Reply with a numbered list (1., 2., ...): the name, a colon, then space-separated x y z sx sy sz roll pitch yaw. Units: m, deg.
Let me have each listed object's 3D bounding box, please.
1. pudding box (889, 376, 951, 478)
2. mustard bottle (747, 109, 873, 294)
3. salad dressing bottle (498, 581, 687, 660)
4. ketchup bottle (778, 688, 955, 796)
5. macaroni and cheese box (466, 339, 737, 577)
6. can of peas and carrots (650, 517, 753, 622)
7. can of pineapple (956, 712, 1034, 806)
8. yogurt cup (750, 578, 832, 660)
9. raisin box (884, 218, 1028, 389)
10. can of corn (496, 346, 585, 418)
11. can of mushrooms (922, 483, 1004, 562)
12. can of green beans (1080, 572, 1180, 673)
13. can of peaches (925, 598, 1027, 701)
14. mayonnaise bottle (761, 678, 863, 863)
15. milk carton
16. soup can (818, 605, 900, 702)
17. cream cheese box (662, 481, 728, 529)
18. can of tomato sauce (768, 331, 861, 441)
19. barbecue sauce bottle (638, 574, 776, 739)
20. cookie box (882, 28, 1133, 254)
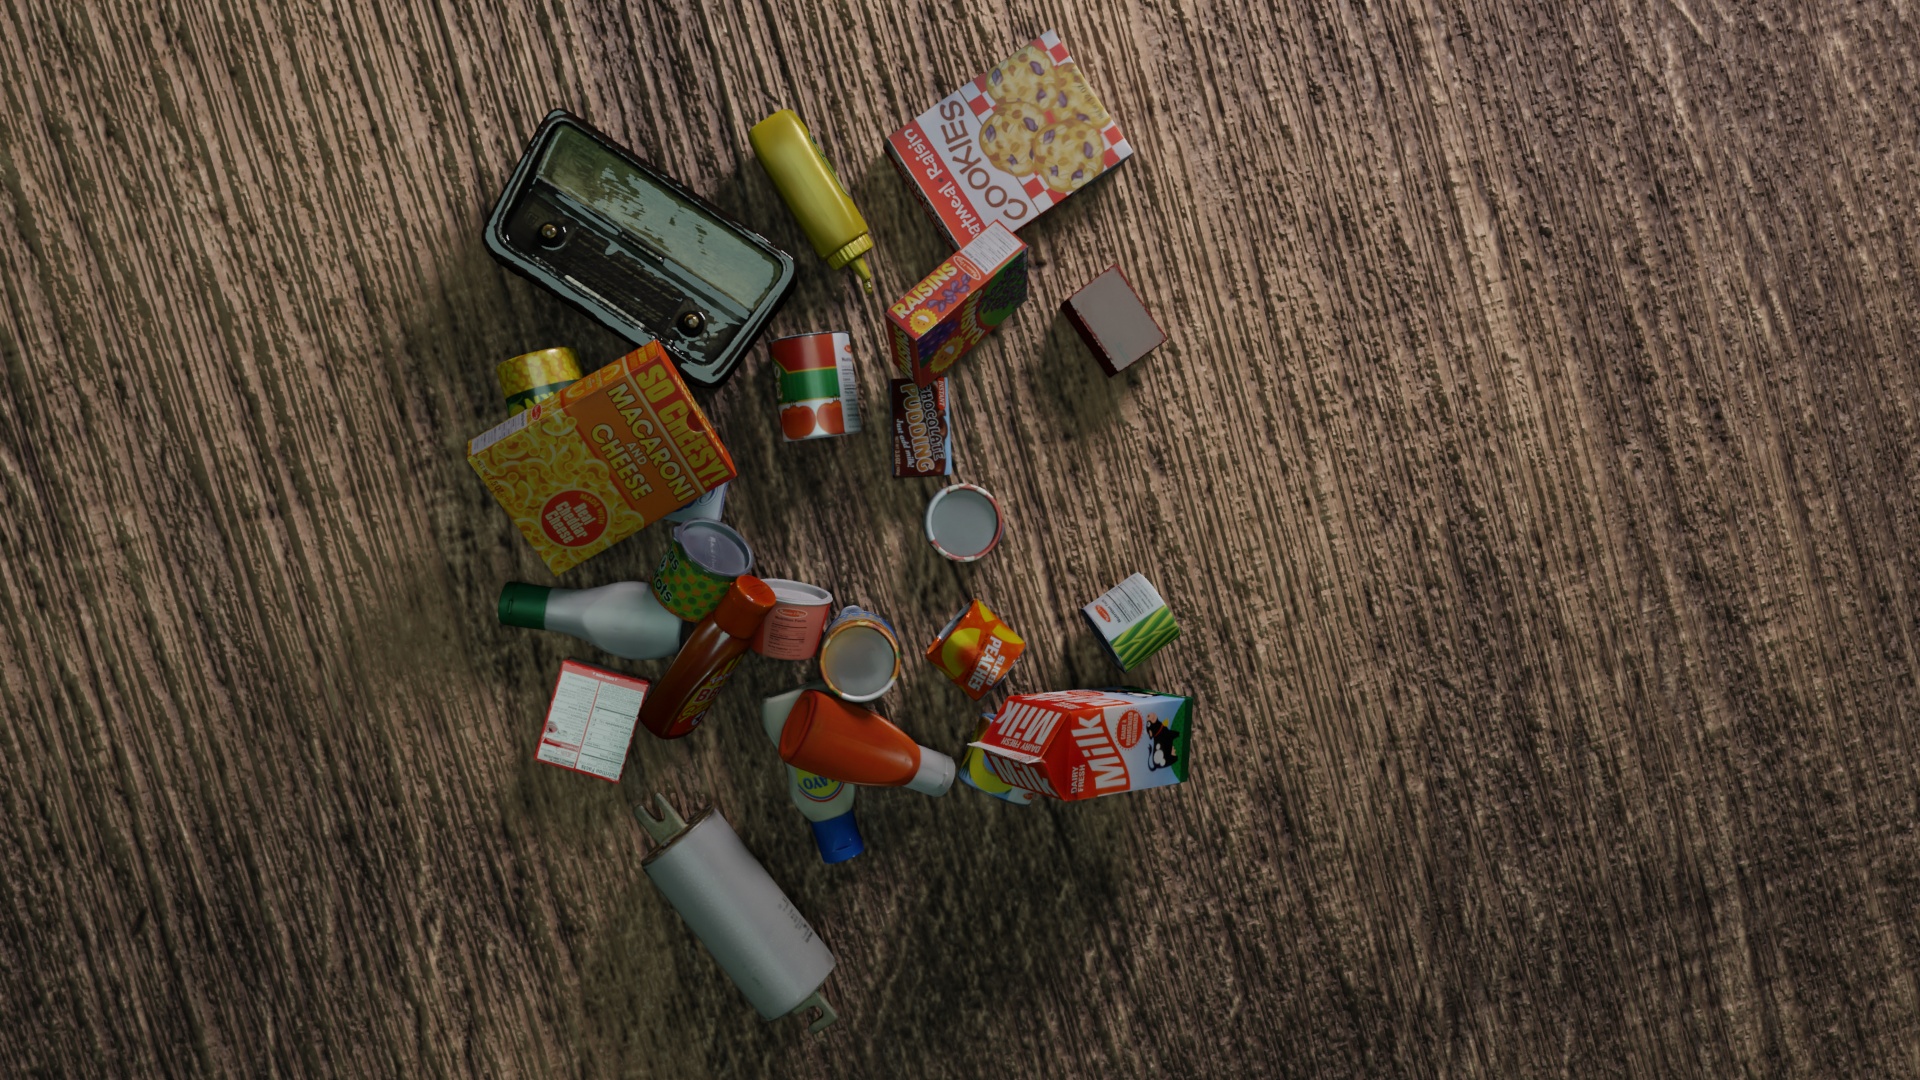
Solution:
1. pudding box: -0.034 -0.094 1.165 0.050 0.030 0.083 -2 92 -5
2. mustard bottle: -0.114 -0.273 1.139 0.049 0.065 0.160 -32 100 3
3. salad dressing bottle: -0.301 0.061 1.143 0.148 0.044 0.064 8 93 -4
4. ketchup bottle: -0.073 0.173 1.138 0.149 0.043 0.065 25 85 -30
5. macaroni and cheese box: -0.279 -0.063 1.091 0.166 0.040 0.123 -29 123 -2
6. can of peas and carrots: -0.212 0.024 1.126 0.071 0.071 0.058 33 120 -5
7. can of pineapple: 0.036 0.182 1.163 0.071 0.071 0.058 21 90 -5
8. yogurt cup: -0.143 0.066 1.146 0.072 0.072 0.054 9 100 -5
9. raisin box: -0.002 -0.190 1.123 0.124 0.086 0.040 -42 74 -13
10. can of corn: -0.333 -0.120 1.120 0.071 0.071 0.058 -16 93 -4
11. can of mushrooms: 0.004 -0.015 1.170 0.071 0.033 0.071 0 91 -4
12. can of green beans: 0.143 0.069 1.167 0.058 0.071 0.071 -33 94 -3
13. can of peaches: 0.012 0.091 1.155 0.058 0.071 0.071 42 89 -4
14. mayonnaise bottle: -0.118 0.194 1.162 0.065 0.041 0.148 -17 93 -11
15. milk carton: 0.098 0.162 1.115 0.191 0.072 0.073 1 93 -41
16. soup can: -0.084 0.092 1.141 0.071 0.084 0.071 0 92 -4
17. cream cheese box: -0.247 -0.044 1.153 0.104 0.024 0.053 11 92 -5
18. can of tomato sauce: -0.121 -0.126 1.140 0.071 0.071 0.083 -8 93 -4
19. barbecue sauce bottle: -0.201 0.093 1.117 0.044 0.065 0.148 41 113 12
20. cookie box: 0.039 -0.325 1.159 0.167 0.040 0.123 -34 94 -4
